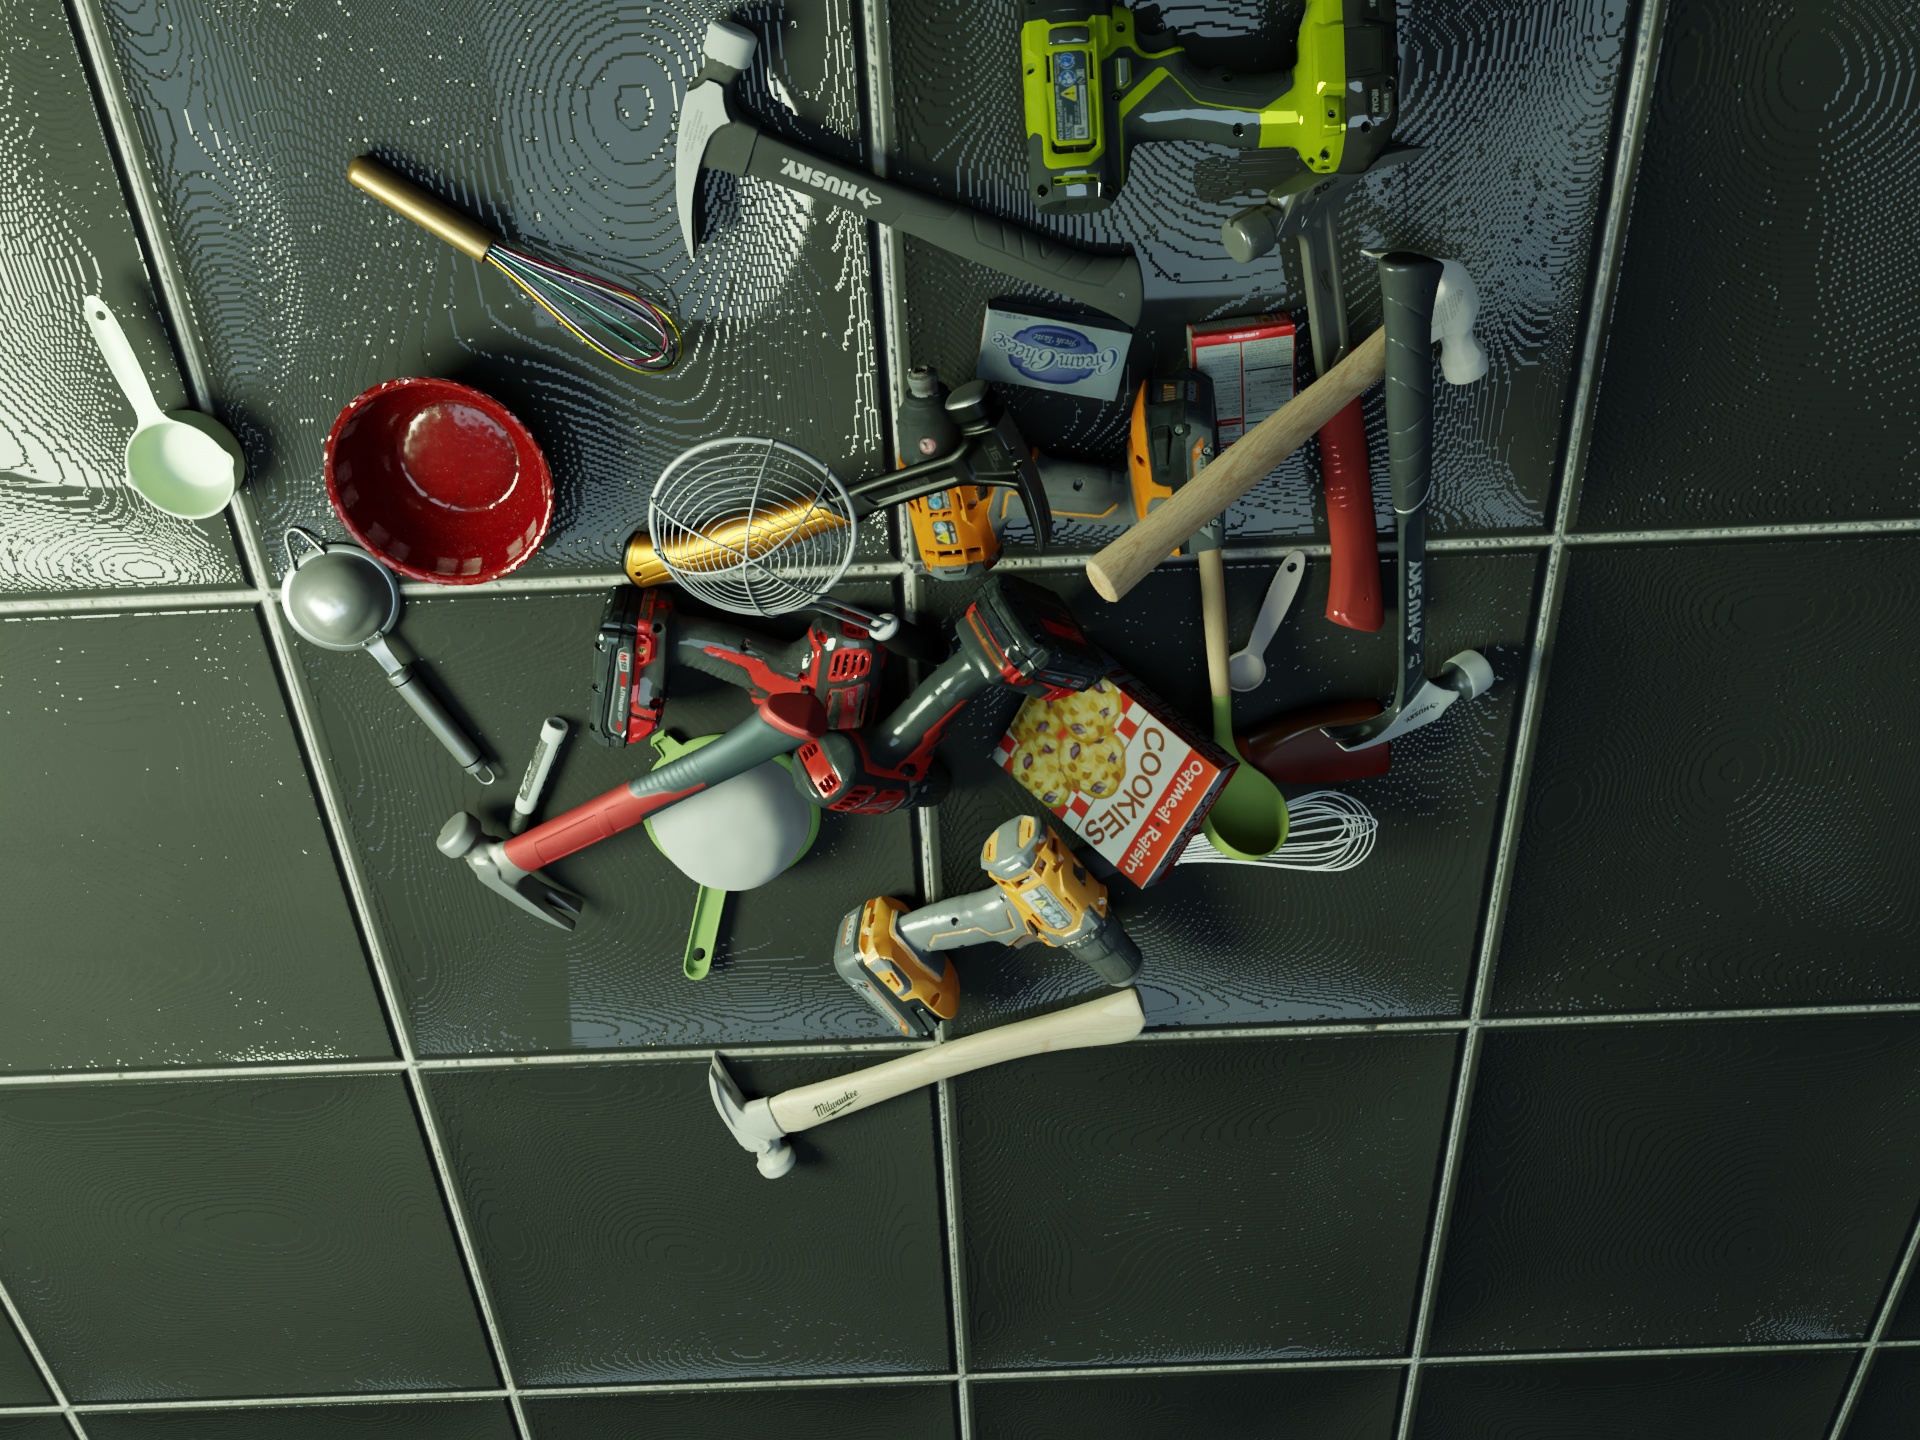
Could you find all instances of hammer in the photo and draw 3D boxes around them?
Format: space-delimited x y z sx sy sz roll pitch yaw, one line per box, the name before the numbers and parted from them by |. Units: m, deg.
hammer | 0.216 -0.195 1.060 0.331 0.031 0.129 -39 130 -8
hammer | -0.241 0.071 1.248 0.386 0.038 0.143 -24 129 33
hammer | 0.278 -0.218 1.133 0.149 0.037 0.358 -28 128 -14
hammer | -0.030 0.315 1.480 0.410 0.038 0.146 -19 119 11
hammer | -0.101 -0.141 1.136 0.337 0.034 0.127 -12 126 27
hammer | -0.029 -0.335 1.071 0.334 0.035 0.146 18 120 -12
hammer | 0.313 -0.142 1.120 0.149 0.036 0.408 -29 134 -14

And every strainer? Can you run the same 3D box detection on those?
strainer | -0.444 -0.041 1.251 0.087 0.050 0.258 -31 122 1
strainer | -0.206 0.134 1.343 0.151 0.069 0.256 12 120 -8

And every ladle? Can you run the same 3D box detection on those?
ladle | 0.206 -0.043 1.217 0.078 0.062 0.320 -20 112 -30

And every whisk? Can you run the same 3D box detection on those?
whisk | 0.207 0.107 1.342 0.284 0.070 0.070 -9 122 10
whisk | -0.299 -0.311 1.085 0.245 0.051 0.047 30 96 -13

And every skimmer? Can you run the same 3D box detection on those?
skimmer | -0.083 -0.101 1.097 0.127 0.363 0.090 -23 77 16

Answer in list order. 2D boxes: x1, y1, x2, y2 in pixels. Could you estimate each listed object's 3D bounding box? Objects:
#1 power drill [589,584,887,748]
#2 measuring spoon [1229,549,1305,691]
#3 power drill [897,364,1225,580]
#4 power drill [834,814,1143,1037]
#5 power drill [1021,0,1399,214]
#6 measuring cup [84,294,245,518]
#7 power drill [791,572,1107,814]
power drill | -0.172 -0.027 1.242 0.219 0.079 0.143 7 122 -8
measuring spoon | 0.240 -0.080 1.250 0.034 0.018 0.124 17 114 -11
power drill | 0.067 -0.184 1.121 0.226 0.084 0.164 -4 131 13
power drill | 0.029 0.192 1.363 0.226 0.084 0.185 -29 119 24
power drill | 0.150 -0.412 0.986 0.223 0.080 0.171 -3 96 3
measuring cup | -0.571 -0.226 1.133 0.083 0.038 0.167 -12 120 7
power drill | -0.002 -0.004 1.216 0.226 0.080 0.187 -39 158 19
